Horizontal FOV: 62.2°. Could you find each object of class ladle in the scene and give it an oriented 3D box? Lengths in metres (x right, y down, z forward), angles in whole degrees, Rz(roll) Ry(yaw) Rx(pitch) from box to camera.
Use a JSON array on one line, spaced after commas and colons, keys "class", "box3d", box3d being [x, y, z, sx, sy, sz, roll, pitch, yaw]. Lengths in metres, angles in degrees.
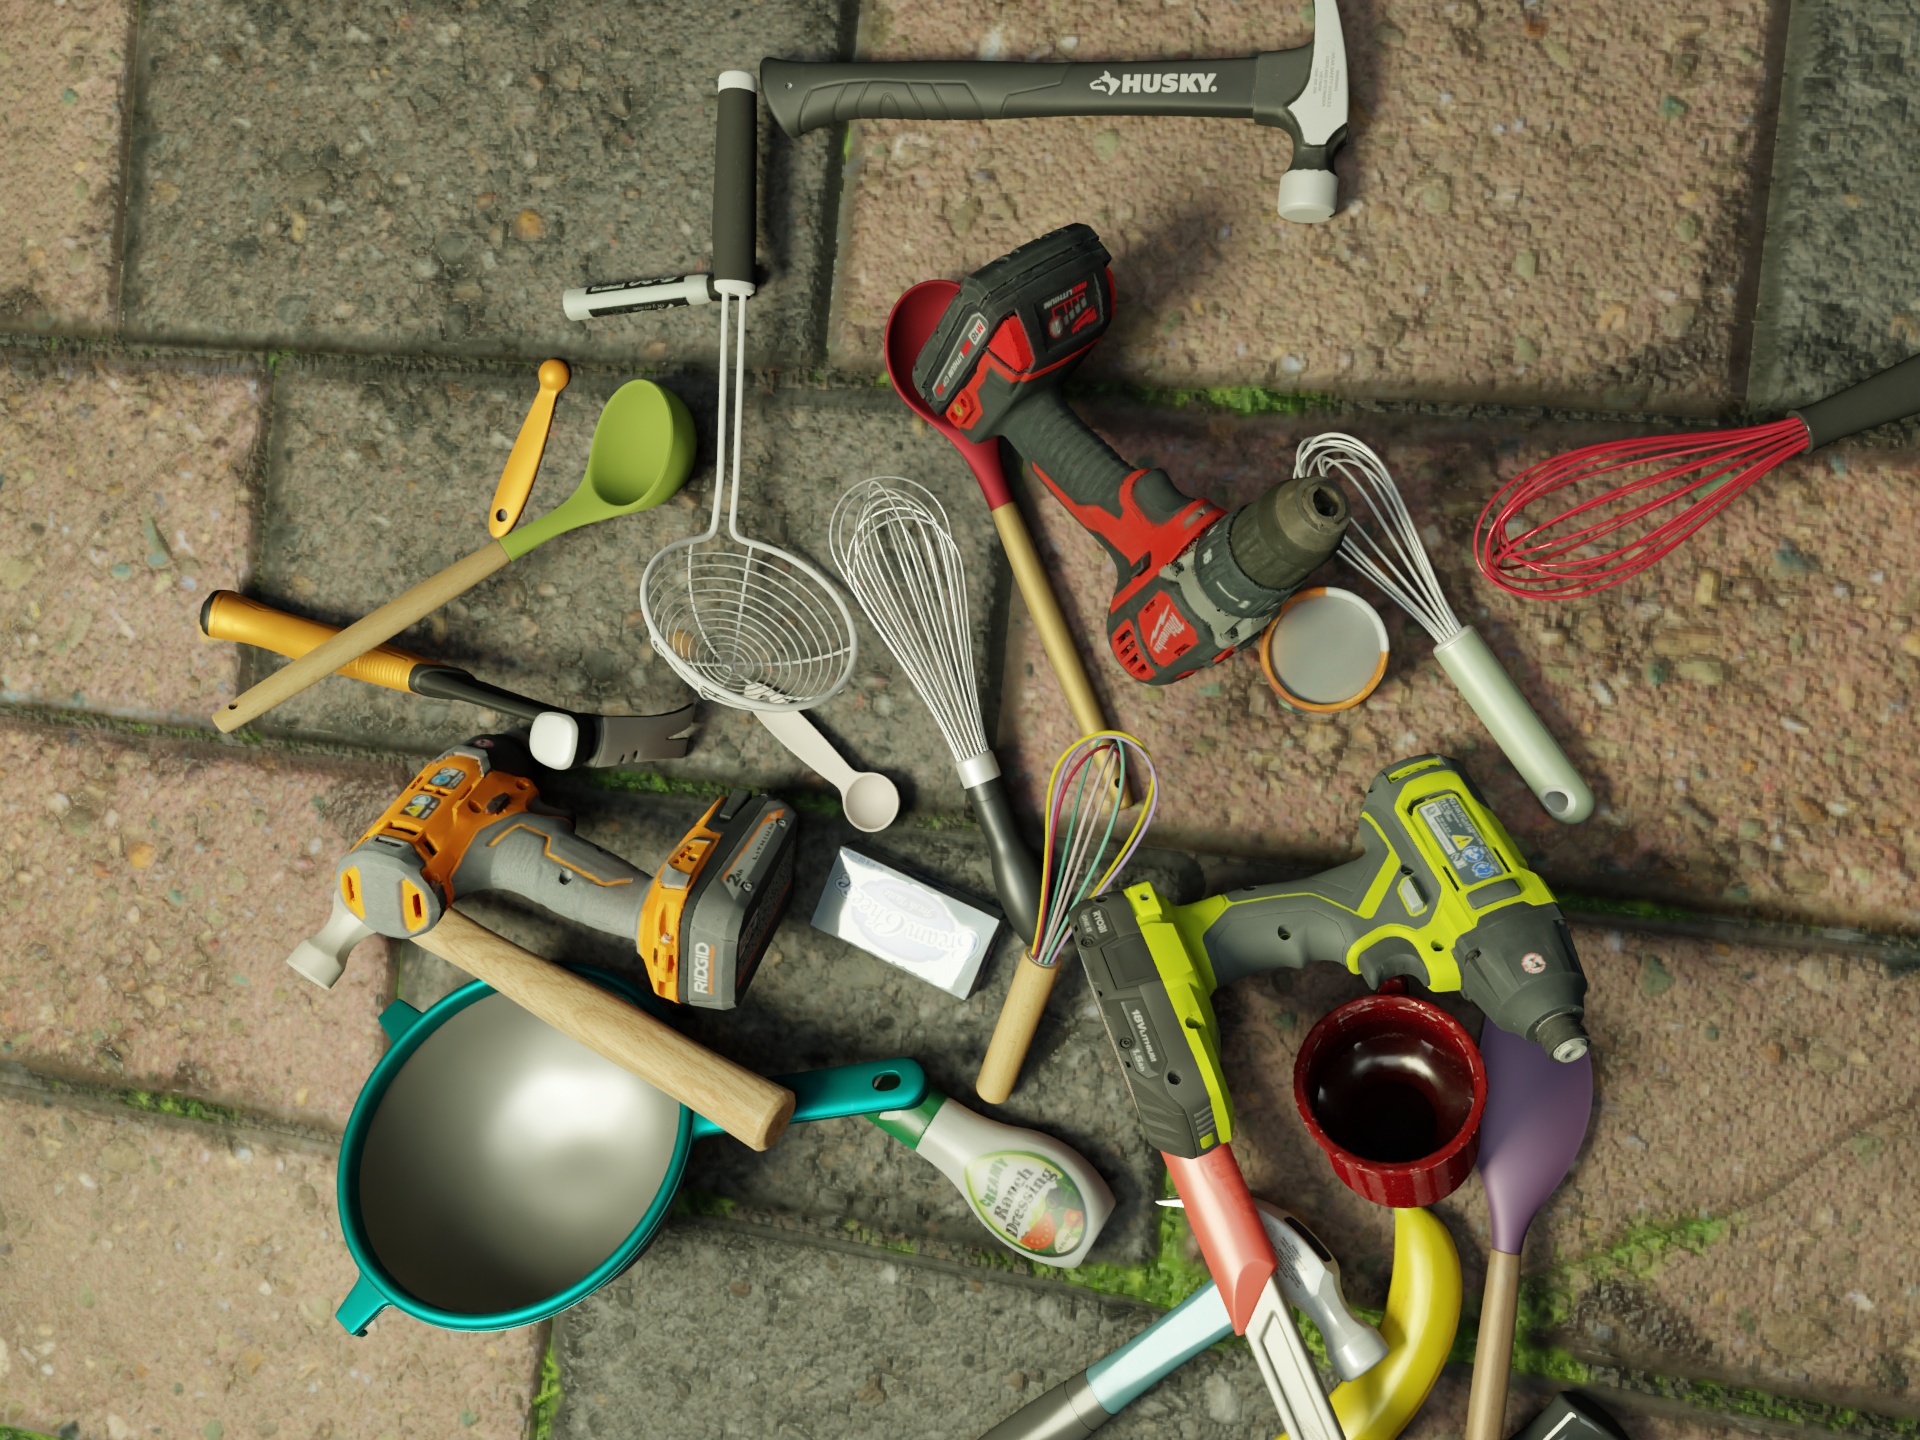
[{"class": "ladle", "box3d": [0.035, -0.097, 0.896, 0.069, 0.031, 0.315, -22, 88, -3]}, {"class": "ladle", "box3d": [-0.290, -0.092, 0.913, 0.320, 0.062, 0.078, -34, 55, -9]}]

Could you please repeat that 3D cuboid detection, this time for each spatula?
[{"class": "spatula", "box3d": [0.283, 0.302, 0.826, 0.060, 0.018, 0.316, 9, 84, 12]}]

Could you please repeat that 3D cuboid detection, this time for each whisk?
[{"class": "whisk", "box3d": [0.398, -0.135, 0.791, 0.296, 0.073, 0.073, -22, 86, 7]}, {"class": "whisk", "box3d": [0.254, -0.049, 0.835, 0.246, 0.059, 0.058, 55, 138, 4]}, {"class": "whisk", "box3d": [-0.003, -0.002, 0.895, 0.070, 0.070, 0.284, -20, 91, 14]}, {"class": "whisk", "box3d": [0.047, 0.109, 0.858, 0.051, 0.047, 0.244, 51, 131, 48]}]

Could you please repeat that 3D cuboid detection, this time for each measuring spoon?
[{"class": "measuring spoon", "box3d": [-0.081, 0.019, 0.938, 0.124, 0.018, 0.034, 42, 100, 17]}, {"class": "measuring spoon", "box3d": [-0.269, -0.167, 0.980, 0.021, 0.011, 0.117, 23, 97, 13]}]

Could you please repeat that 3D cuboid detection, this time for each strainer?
[{"class": "strainer", "box3d": [-0.179, 0.244, 0.917, 0.340, 0.095, 0.211, -9, 55, 6]}]

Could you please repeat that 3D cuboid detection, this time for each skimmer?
[{"class": "skimmer", "box3d": [-0.115, -0.186, 0.888, 0.090, 0.127, 0.363, 3, 91, 58]}]

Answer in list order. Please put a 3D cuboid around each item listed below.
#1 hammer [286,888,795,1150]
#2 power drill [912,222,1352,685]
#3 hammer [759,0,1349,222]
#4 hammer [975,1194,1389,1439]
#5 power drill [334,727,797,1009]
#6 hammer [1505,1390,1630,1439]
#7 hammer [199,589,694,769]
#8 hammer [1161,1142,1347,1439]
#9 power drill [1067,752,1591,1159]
[{"class": "hammer", "box3d": [-0.233, 0.154, 0.912, 0.331, 0.031, 0.130, 22, 65, 25]}, {"class": "power drill", "box3d": [0.087, -0.135, 0.801, 0.080, 0.188, 0.227, -34, 86, -26]}, {"class": "hammer", "box3d": [0.047, -0.357, 0.885, 0.335, 0.035, 0.146, 6, 93, 14]}, {"class": "hammer", "box3d": [0.069, 0.380, 0.881, 0.331, 0.033, 0.128, -42, 63, 16]}, {"class": "power drill", "box3d": [-0.213, 0.072, 0.909, 0.226, 0.164, 0.084, 13, 124, 7]}, {"class": "hammer", "box3d": [0.175, 0.476, 0.867, 0.409, 0.036, 0.149, -33, 84, 12]}, {"class": "hammer", "box3d": [-0.326, -0.029, 0.965, 0.337, 0.127, 0.034, 16, 98, 23]}, {"class": "hammer", "box3d": [0.131, 0.268, 0.828, 0.149, 0.036, 0.359, -30, 69, 20]}, {"class": "power drill", "box3d": [0.179, 0.121, 0.782, 0.223, 0.080, 0.171, -20, 47, 0]}]
